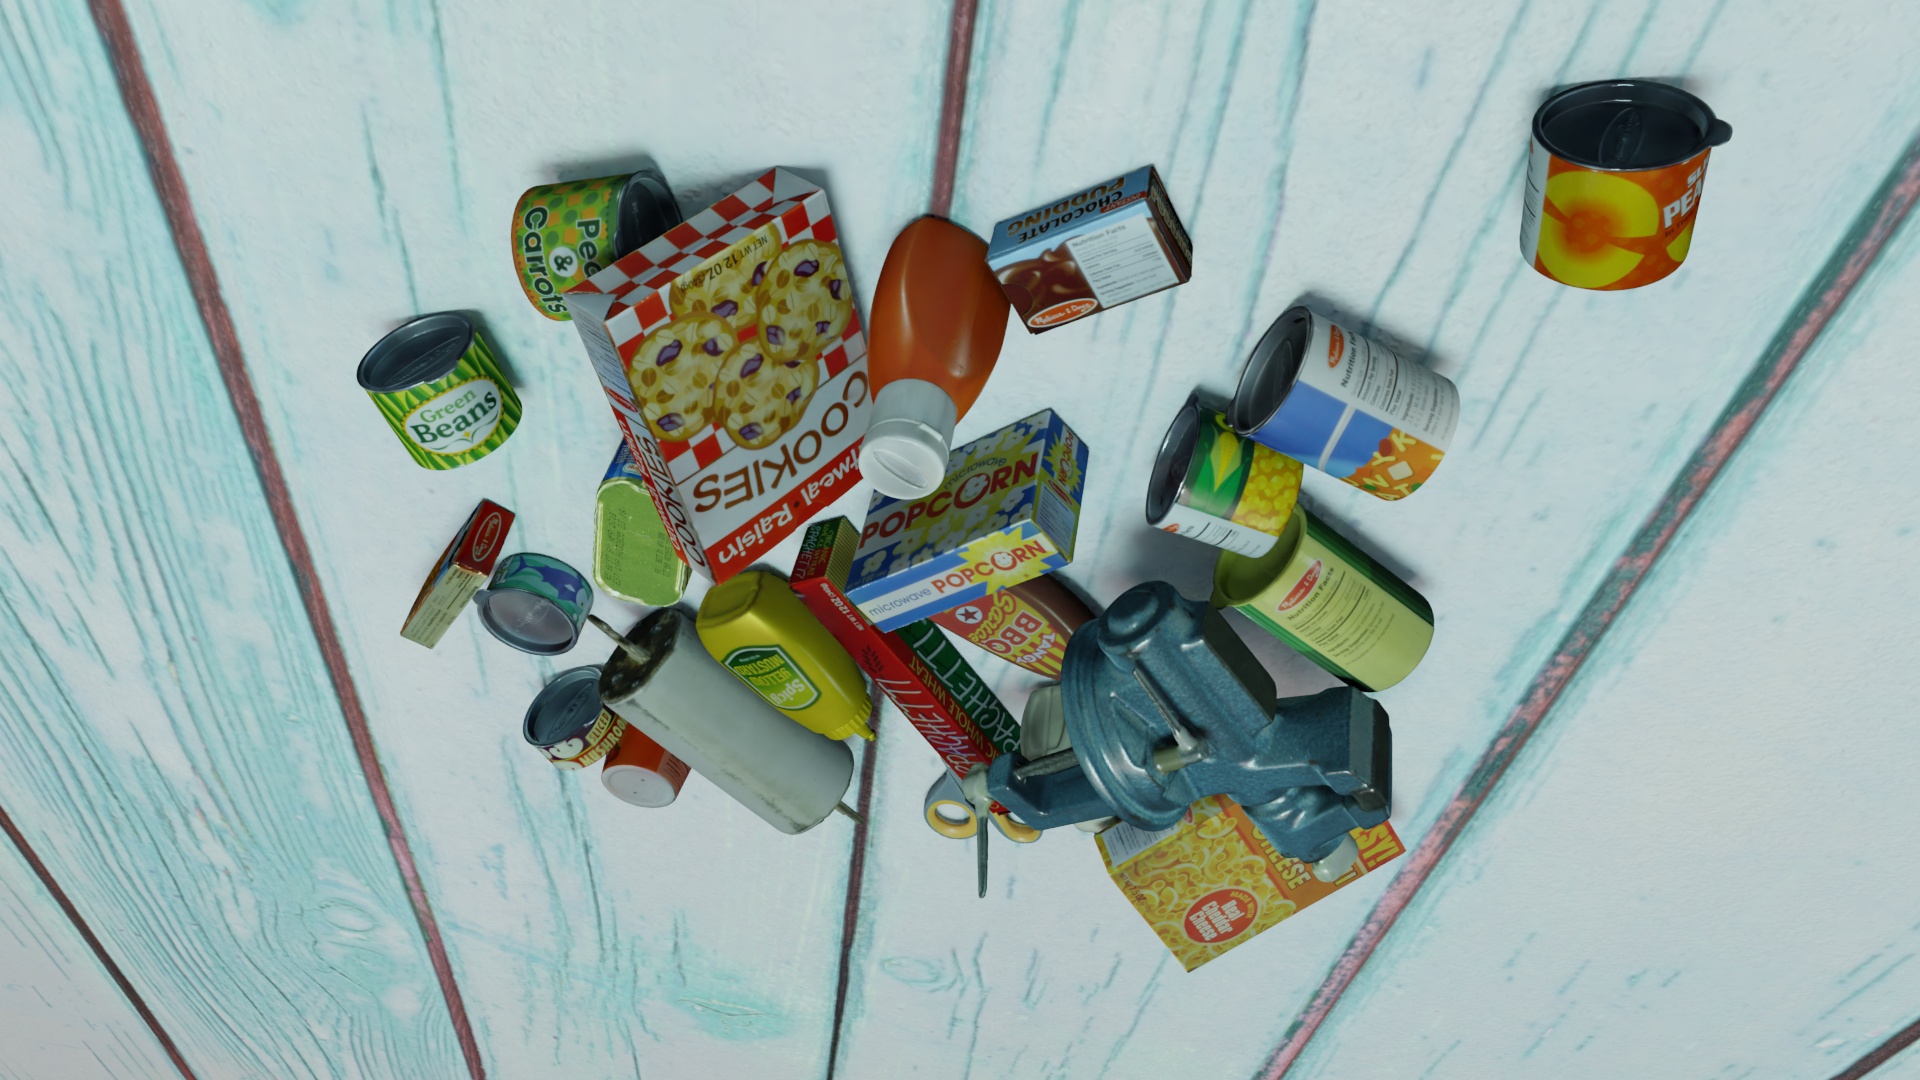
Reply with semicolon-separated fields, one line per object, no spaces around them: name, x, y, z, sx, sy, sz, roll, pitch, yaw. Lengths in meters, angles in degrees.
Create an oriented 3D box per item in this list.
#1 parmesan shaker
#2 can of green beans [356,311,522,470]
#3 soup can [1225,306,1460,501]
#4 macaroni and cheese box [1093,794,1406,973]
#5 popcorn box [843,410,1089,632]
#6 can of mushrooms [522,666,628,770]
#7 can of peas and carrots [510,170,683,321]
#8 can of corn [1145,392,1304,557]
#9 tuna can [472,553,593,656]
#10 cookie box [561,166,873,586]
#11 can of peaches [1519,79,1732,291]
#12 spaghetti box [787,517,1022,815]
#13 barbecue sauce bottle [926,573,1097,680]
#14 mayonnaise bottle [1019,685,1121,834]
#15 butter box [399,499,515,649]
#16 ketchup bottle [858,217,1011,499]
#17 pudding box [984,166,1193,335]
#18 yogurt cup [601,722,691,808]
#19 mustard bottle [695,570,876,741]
parmesan shaker;0.196;0.033;0.755;0.103;0.072;0.071;33;133;-22
can of green beans;-0.278;-0.080;0.746;0.071;0.071;0.057;-4;135;17
soup can;0.181;-0.063;0.660;0.084;0.072;0.071;23;136;-12
macaroni and cheese box;0.188;0.196;0.902;0.166;0.040;0.123;-32;123;7
popcorn box;0.003;-0.009;0.742;0.126;0.085;0.038;-22;126;31
can of mushrooms;-0.262;0.123;0.953;0.071;0.071;0.033;-12;132;24
can of peas and carrots;-0.171;-0.138;0.657;0.059;0.071;0.070;-3;135;17
can of corn;0.134;-0.032;0.705;0.058;0.071;0.070;18;137;-7
tuna can;-0.276;0.040;0.896;0.071;0.033;0.070;6;137;6
cookie box;-0.103;-0.075;0.672;0.040;0.123;0.166;32;149;36
can of peaches;0.264;-0.142;0.556;0.071;0.071;0.057;0;136;13
spaghetti box;-0.022;0.086;0.873;0.028;0.050;0.249;-16;130;28
barbecue sauce bottle;0.050;0.053;0.827;0.148;0.044;0.064;32;133;-20
mayonnaise bottle;0.085;0.159;0.919;0.041;0.065;0.147;-12;135;23
butter box;-0.317;0.023;0.872;0.024;0.053;0.103;30;135;-22
ketchup bottle;-0.014;-0.082;0.623;0.064;0.149;0.043;34;131;-22
pudding box;0.059;-0.133;0.641;0.083;0.030;0.049;-16;131;27
yogurt cup;-0.220;0.153;0.986;0.072;0.054;0.072;6;137;6
mustard bottle;-0.099;0.085;0.890;0.065;0.049;0.160;-19;129;31
